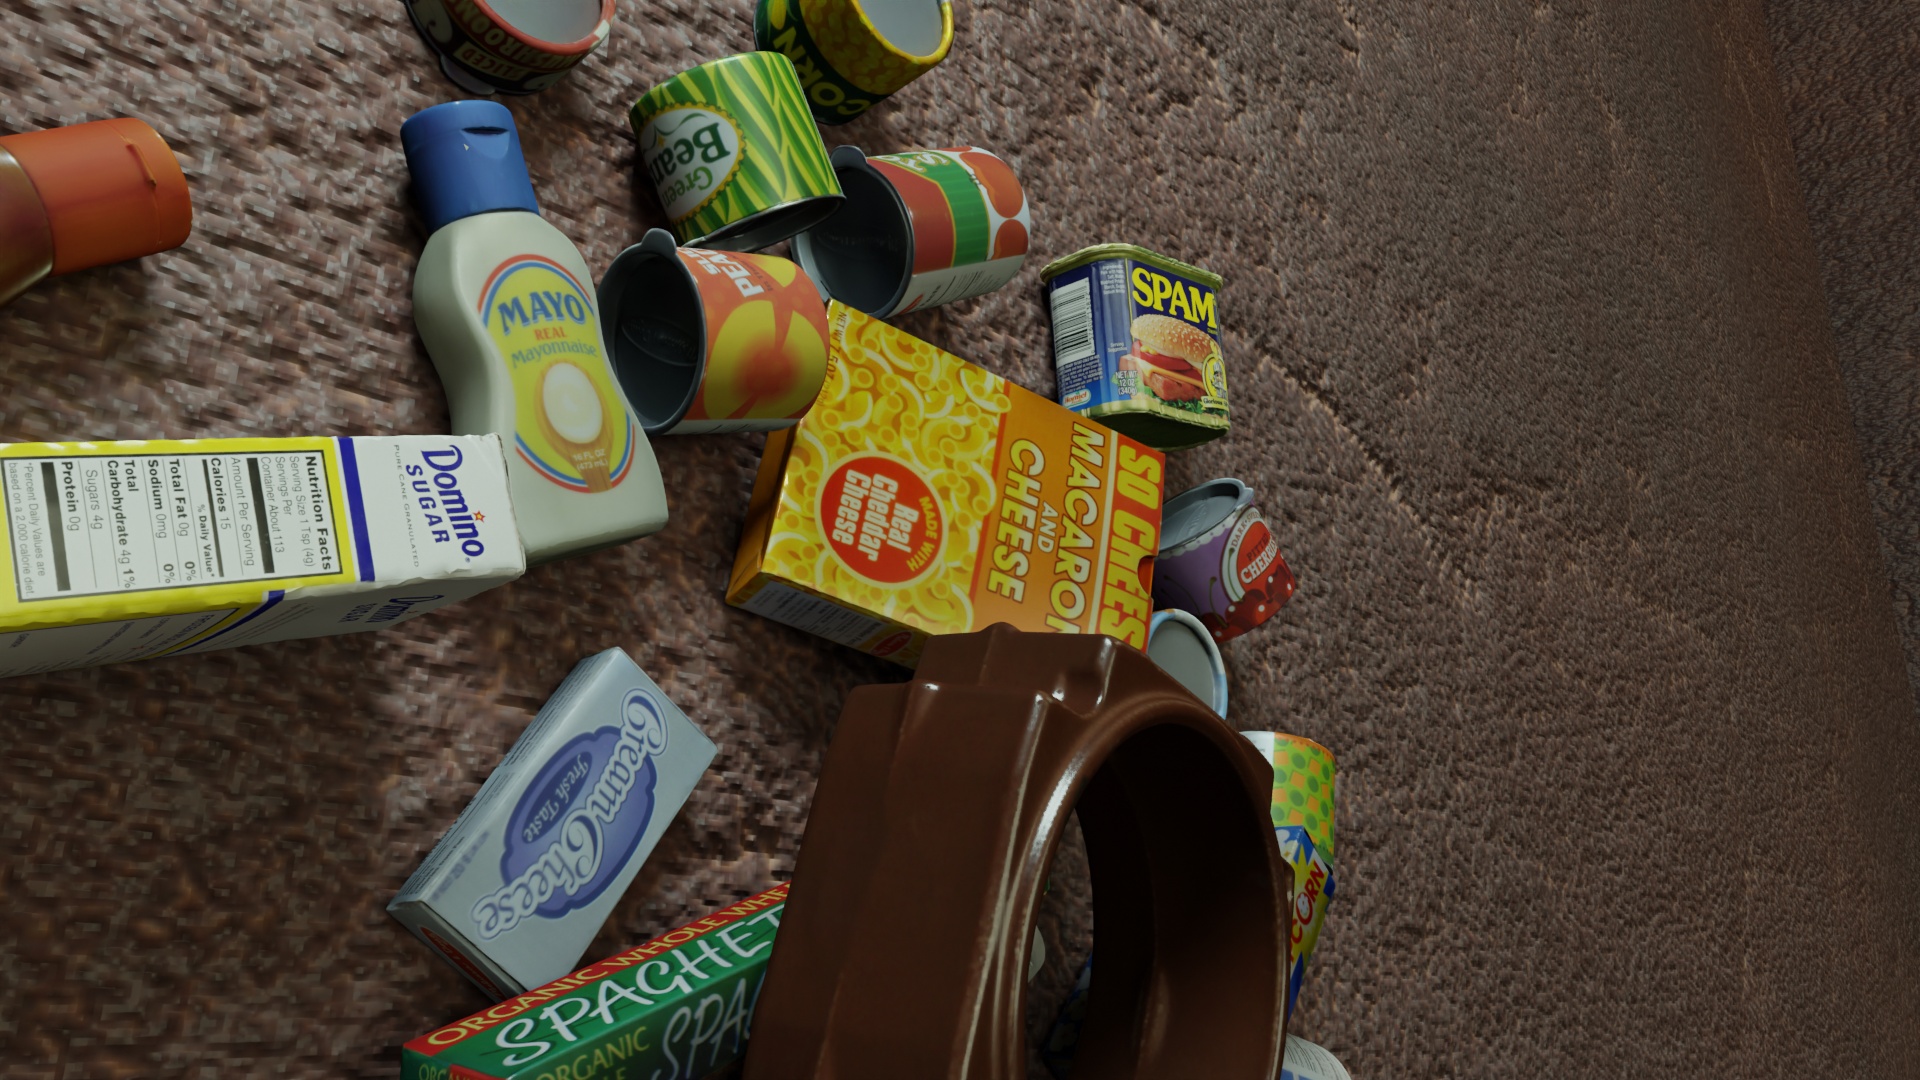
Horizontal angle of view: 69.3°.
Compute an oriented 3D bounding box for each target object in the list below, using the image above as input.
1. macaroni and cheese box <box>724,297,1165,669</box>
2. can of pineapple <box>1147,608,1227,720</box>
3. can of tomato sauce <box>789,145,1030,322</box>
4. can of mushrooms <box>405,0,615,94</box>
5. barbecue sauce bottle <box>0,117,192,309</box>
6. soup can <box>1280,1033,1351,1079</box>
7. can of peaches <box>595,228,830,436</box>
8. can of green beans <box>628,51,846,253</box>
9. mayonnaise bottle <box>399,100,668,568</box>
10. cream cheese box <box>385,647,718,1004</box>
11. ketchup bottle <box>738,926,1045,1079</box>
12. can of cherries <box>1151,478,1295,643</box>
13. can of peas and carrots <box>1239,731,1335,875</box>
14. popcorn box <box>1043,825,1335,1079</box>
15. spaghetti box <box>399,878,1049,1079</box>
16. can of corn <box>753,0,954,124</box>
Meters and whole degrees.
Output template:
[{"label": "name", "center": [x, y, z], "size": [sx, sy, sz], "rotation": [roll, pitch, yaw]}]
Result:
[{"label": "macaroni and cheese box", "center": [0.002, -0.007, 0.557], "size": [0.166, 0.040, 0.124], "rotation": [22, 60, -22]}, {"label": "can of pineapple", "center": [0.079, 0.069, 0.633], "size": [0.071, 0.057, 0.071], "rotation": [17, 66, -42]}, {"label": "can of tomato sauce", "center": [-0.020, -0.133, 0.588], "size": [0.083, 0.071, 0.071], "rotation": [-24, 95, -48]}, {"label": "can of mushrooms", "center": [-0.158, -0.193, 0.488], "size": [0.071, 0.033, 0.071], "rotation": [18, 64, -43]}, {"label": "barbecue sauce bottle", "center": [-0.263, -0.070, 0.329], "size": [0.149, 0.043, 0.064], "rotation": [-34, 103, -47]}, {"label": "soup can", "center": [0.126, 0.250, 0.618], "size": [0.083, 0.071, 0.071], "rotation": [32, 56, -36]}, {"label": "can of peaches", "center": [-0.088, -0.073, 0.495], "size": [0.058, 0.071, 0.071], "rotation": [-6, 82, -48]}, {"label": "can of green beans", "center": [-0.084, -0.144, 0.525], "size": [0.071, 0.071, 0.057], "rotation": [-26, 96, -48]}, {"label": "mayonnaise bottle", "center": [-0.145, -0.067, 0.454], "size": [0.065, 0.041, 0.148], "rotation": [-16, 90, -46]}, {"label": "cream cheese box", "center": [-0.124, 0.088, 0.436], "size": [0.053, 0.024, 0.104], "rotation": [52, 46, -24]}, {"label": "ketchup bottle", "center": [-0.024, 0.184, 0.497], "size": [0.149, 0.043, 0.064], "rotation": [-34, 102, -47]}, {"label": "can of cherries", "center": [0.127, 0.010, 0.692], "size": [0.058, 0.071, 0.072], "rotation": [59, 44, -16]}, {"label": "can of peas and carrots", "center": [0.151, 0.133, 0.681], "size": [0.071, 0.071, 0.059], "rotation": [32, 55, -36]}, {"label": "popcorn box", "center": [0.101, 0.183, 0.597], "size": [0.038, 0.085, 0.127], "rotation": [56, 44, -20]}, {"label": "spaghetti box", "center": [-0.057, 0.135, 0.451], "size": [0.251, 0.050, 0.028], "rotation": [-9, 95, -54]}, {"label": "can of corn", "center": [-0.046, -0.220, 0.596], "size": [0.071, 0.058, 0.071], "rotation": [18, 65, -42]}]
